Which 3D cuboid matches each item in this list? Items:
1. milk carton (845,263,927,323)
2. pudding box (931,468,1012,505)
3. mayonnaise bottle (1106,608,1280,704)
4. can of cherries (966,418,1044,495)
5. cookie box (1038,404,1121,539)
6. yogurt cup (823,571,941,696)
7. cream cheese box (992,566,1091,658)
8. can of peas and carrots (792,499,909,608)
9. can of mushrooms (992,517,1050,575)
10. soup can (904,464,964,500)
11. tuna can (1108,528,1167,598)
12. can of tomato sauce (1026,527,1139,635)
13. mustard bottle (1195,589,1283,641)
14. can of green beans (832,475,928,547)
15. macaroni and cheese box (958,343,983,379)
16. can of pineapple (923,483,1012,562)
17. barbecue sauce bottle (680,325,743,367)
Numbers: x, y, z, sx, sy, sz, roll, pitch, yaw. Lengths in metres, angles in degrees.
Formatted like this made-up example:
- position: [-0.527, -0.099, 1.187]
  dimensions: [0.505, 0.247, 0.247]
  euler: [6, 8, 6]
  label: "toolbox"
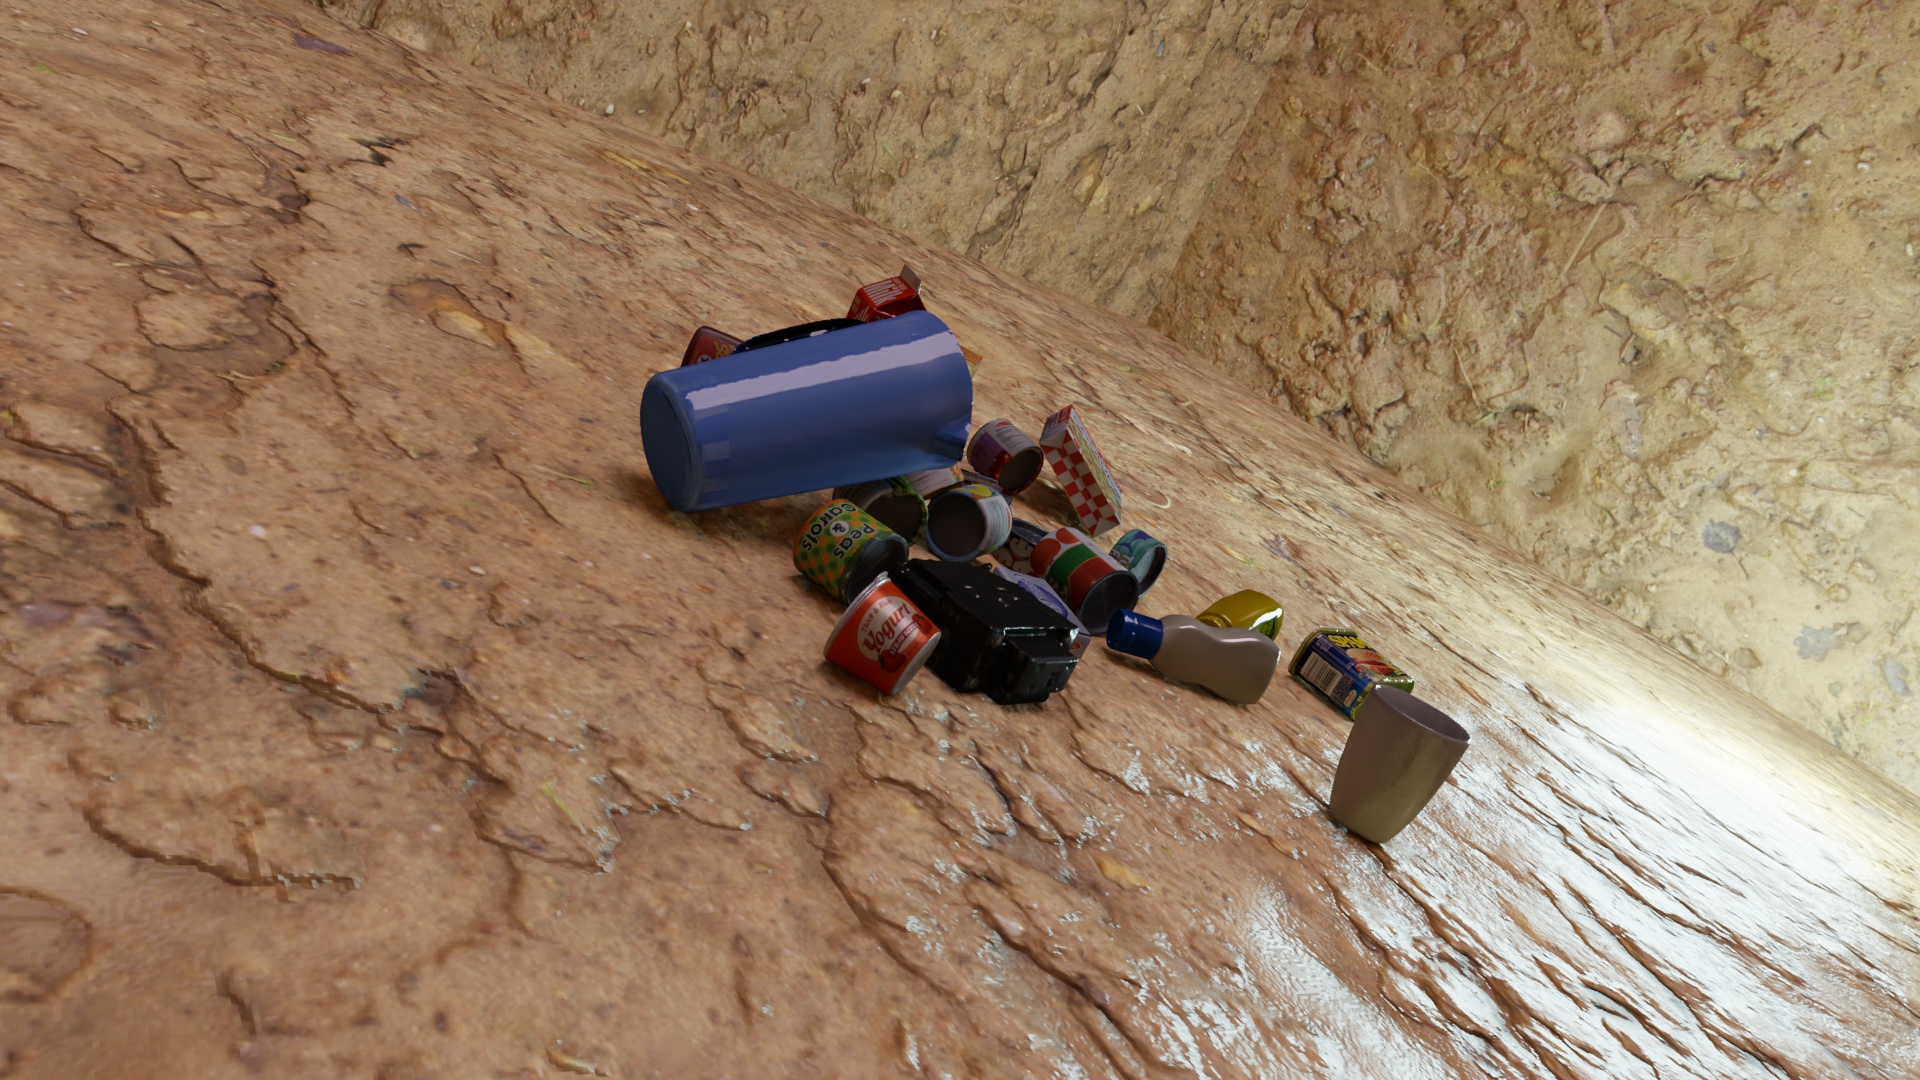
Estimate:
- position: [-0.085, -0.185, 1.405]
  dimensions: [0.073, 0.190, 0.072]
  euler: [18, 18, -25]
  label: "milk carton"
- position: [0.005, -0.051, 1.413]
  dimensions: [0.084, 0.030, 0.050]
  euler: [18, 17, -26]
  label: "pudding box"
- position: [0.200, 0.095, 1.203]
  dimensions: [0.148, 0.064, 0.041]
  euler: [17, 15, -15]
  label: "mayonnaise bottle"
- position: [0.049, -0.090, 1.535]
  dimensions: [0.071, 0.071, 0.058]
  euler: [7, 30, -49]
  label: "can of cherries"
- position: [0.138, -0.082, 1.584]
  dimensions: [0.122, 0.040, 0.168]
  euler: [60, 13, -10]
  label: "cookie box"
- position: [-0.050, 0.066, 0.917]
  dimensions: [0.054, 0.072, 0.072]
  euler: [37, 18, 10]
  label: "yogurt cup"
- position: [0.064, 0.059, 1.172]
  dimensions: [0.053, 0.024, 0.104]
  euler: [17, 18, -28]
  label: "cream cheese box"
- position: [-0.082, 0.009, 1.029]
  dimensions: [0.059, 0.070, 0.071]
  euler: [34, 18, 28]
  label: "can of peas and carrots"
- position: [0.066, 0.009, 1.315]
  dimensions: [0.071, 0.033, 0.071]
  euler: [24, 16, -7]
  label: "can of mushrooms"
- position: [-0.043, -0.078, 1.240]
  dimensions: [0.084, 0.071, 0.071]
  euler: [66, 22, 2]
  label: "soup can"
- position: [0.170, 0.024, 1.365]
  dimensions: [0.033, 0.071, 0.071]
  euler: [34, 18, 29]
  label: "tuna can"
- position: [0.107, 0.037, 1.237]
  dimensions: [0.071, 0.071, 0.083]
  euler: [11, 21, -41]
  label: "can of tomato sauce"
- position: [0.252, 0.086, 1.308]
  dimensions: [0.049, 0.065, 0.161]
  euler: [29, 21, 30]
  label: "mustard bottle"
- position: [-0.068, -0.028, 1.171]
  dimensions: [0.071, 0.071, 0.058]
  euler: [15, 20, -32]
  label: "can of green beans"
- position: [-0.027, -0.141, 1.475]
  dimensions: [0.040, 0.123, 0.167]
  euler: [27, 16, 0]
  label: "macaroni and cheese box"
- position: [0.004, -0.016, 1.244]
  dimensions: [0.071, 0.070, 0.058]
  euler: [31, 17, 16]
  label: "can of pineapple"
- position: [-0.197, -0.154, 1.359]
  dimensions: [0.148, 0.064, 0.044]
  euler: [24, 8, 1]
  label: "barbecue sauce bottle"
